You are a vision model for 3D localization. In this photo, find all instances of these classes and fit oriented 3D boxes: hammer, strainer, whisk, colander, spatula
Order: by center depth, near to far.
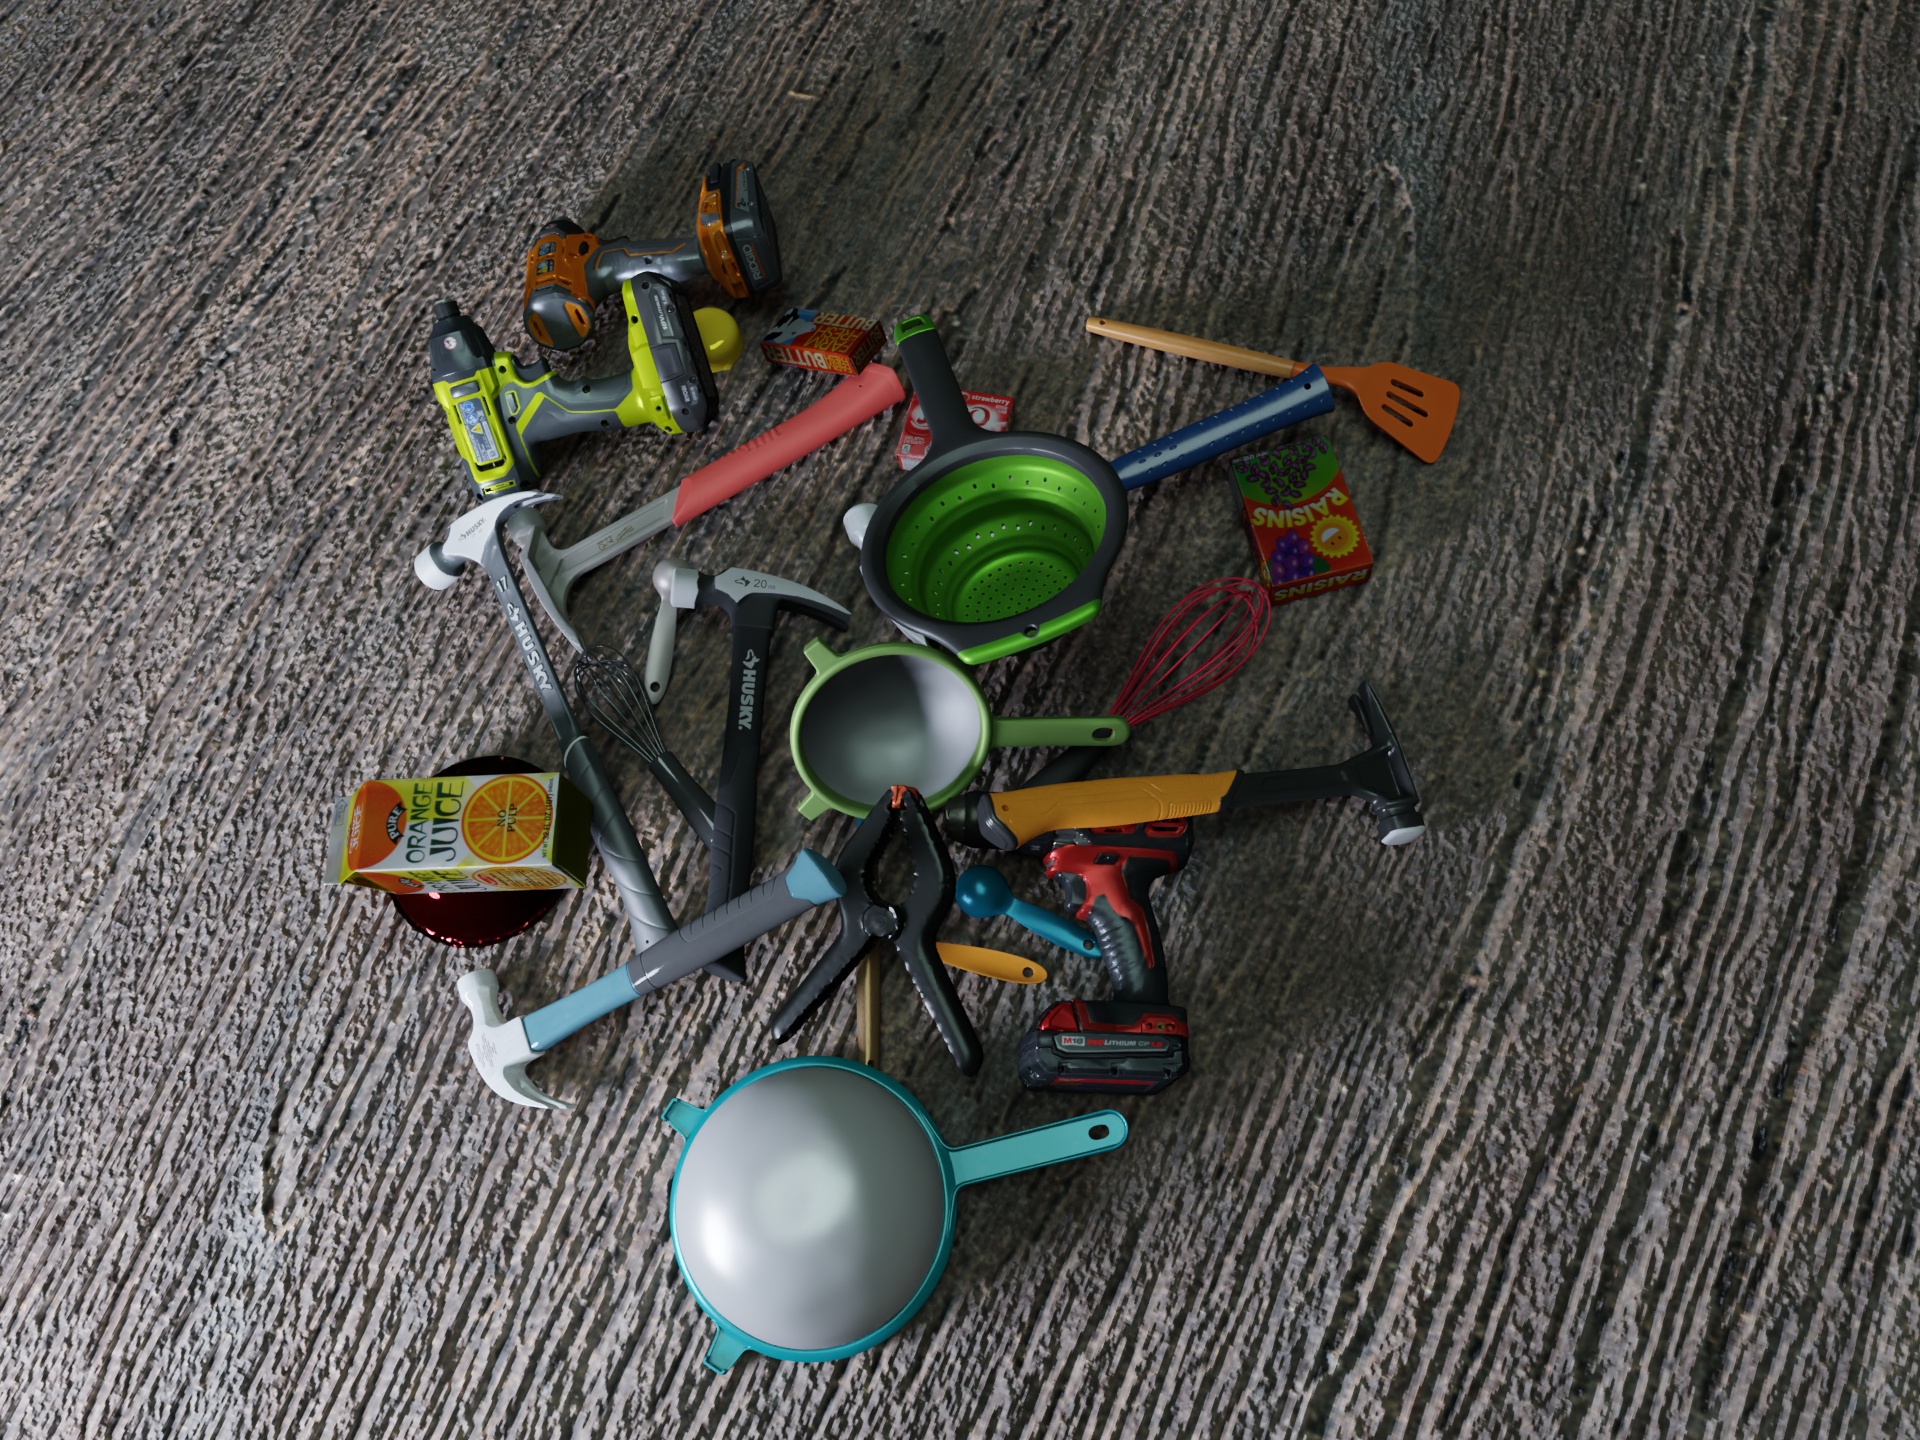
[{"bbox_3d":[-0.051,0.320,1.101,0.340,0.095,0.211,-15,72,5],"label":"strainer"},{"bbox_3d":[-0.227,0.181,1.165,0.331,0.033,0.128,-29,68,17],"label":"hammer"},{"bbox_3d":[0.174,0.046,1.171,0.336,0.034,0.127,-6,64,-16],"label":"hammer"},{"bbox_3d":[-0.002,-0.004,1.205,0.256,0.151,0.069,0,29,-10],"label":"strainer"},{"bbox_3d":[-0.071,0.117,1.222,0.082,0.044,0.318,3,70,-14],"label":"spatula"},{"bbox_3d":[0.128,-0.005,1.243,0.296,0.073,0.073,-43,70,-3],"label":"whisk"},{"bbox_3d":[-0.167,0.037,1.244,0.146,0.035,0.335,5,67,-8],"label":"hammer"},{"bbox_3d":[-0.307,0.005,1.258,0.149,0.036,0.409,-33,76,27],"label":"hammer"},{"bbox_3d":[0.014,-0.177,1.262,0.204,0.094,0.398,-21,51,3],"label":"colander"},{"bbox_3d":[-0.237,0.031,1.275,0.055,0.055,0.239,-38,74,-9],"label":"whisk"},{"bbox_3d":[0.110,-0.185,1.297,0.405,0.035,0.144,-23,69,6],"label":"hammer"},{"bbox_3d":[0.261,-0.299,1.358,0.323,0.041,0.081,18,72,17],"label":"spatula"},{"bbox_3d":[-0.204,-0.198,1.363,0.359,0.036,0.149,-30,69,-5],"label":"hammer"}]

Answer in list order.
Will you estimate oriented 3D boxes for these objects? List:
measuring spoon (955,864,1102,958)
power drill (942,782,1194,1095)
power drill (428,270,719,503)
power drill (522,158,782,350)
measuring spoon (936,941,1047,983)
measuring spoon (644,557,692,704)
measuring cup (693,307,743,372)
[{"bbox_3d":[0.053,0.147,1.208,0.129,0.021,0.042,25,74,16],"label":"measuring spoon"},{"bbox_3d":[0.079,0.151,1.161,0.188,0.080,0.227,4,66,-6],"label":"power drill"},{"bbox_3d":[-0.333,-0.296,1.355,0.223,0.080,0.171,-15,103,4],"label":"power drill"},{"bbox_3d":[-0.282,-0.426,1.431,0.226,0.084,0.164,-15,49,4],"label":"power drill"},{"bbox_3d":[0.009,0.182,1.208,0.117,0.011,0.021,12,71,7],"label":"measuring spoon"},{"bbox_3d":[-0.244,-0.074,1.312,0.034,0.018,0.124,10,86,-13],"label":"measuring spoon"},{"bbox_3d":[-0.266,-0.318,1.418,0.156,0.029,0.062,-32,69,-9],"label":"measuring cup"}]
